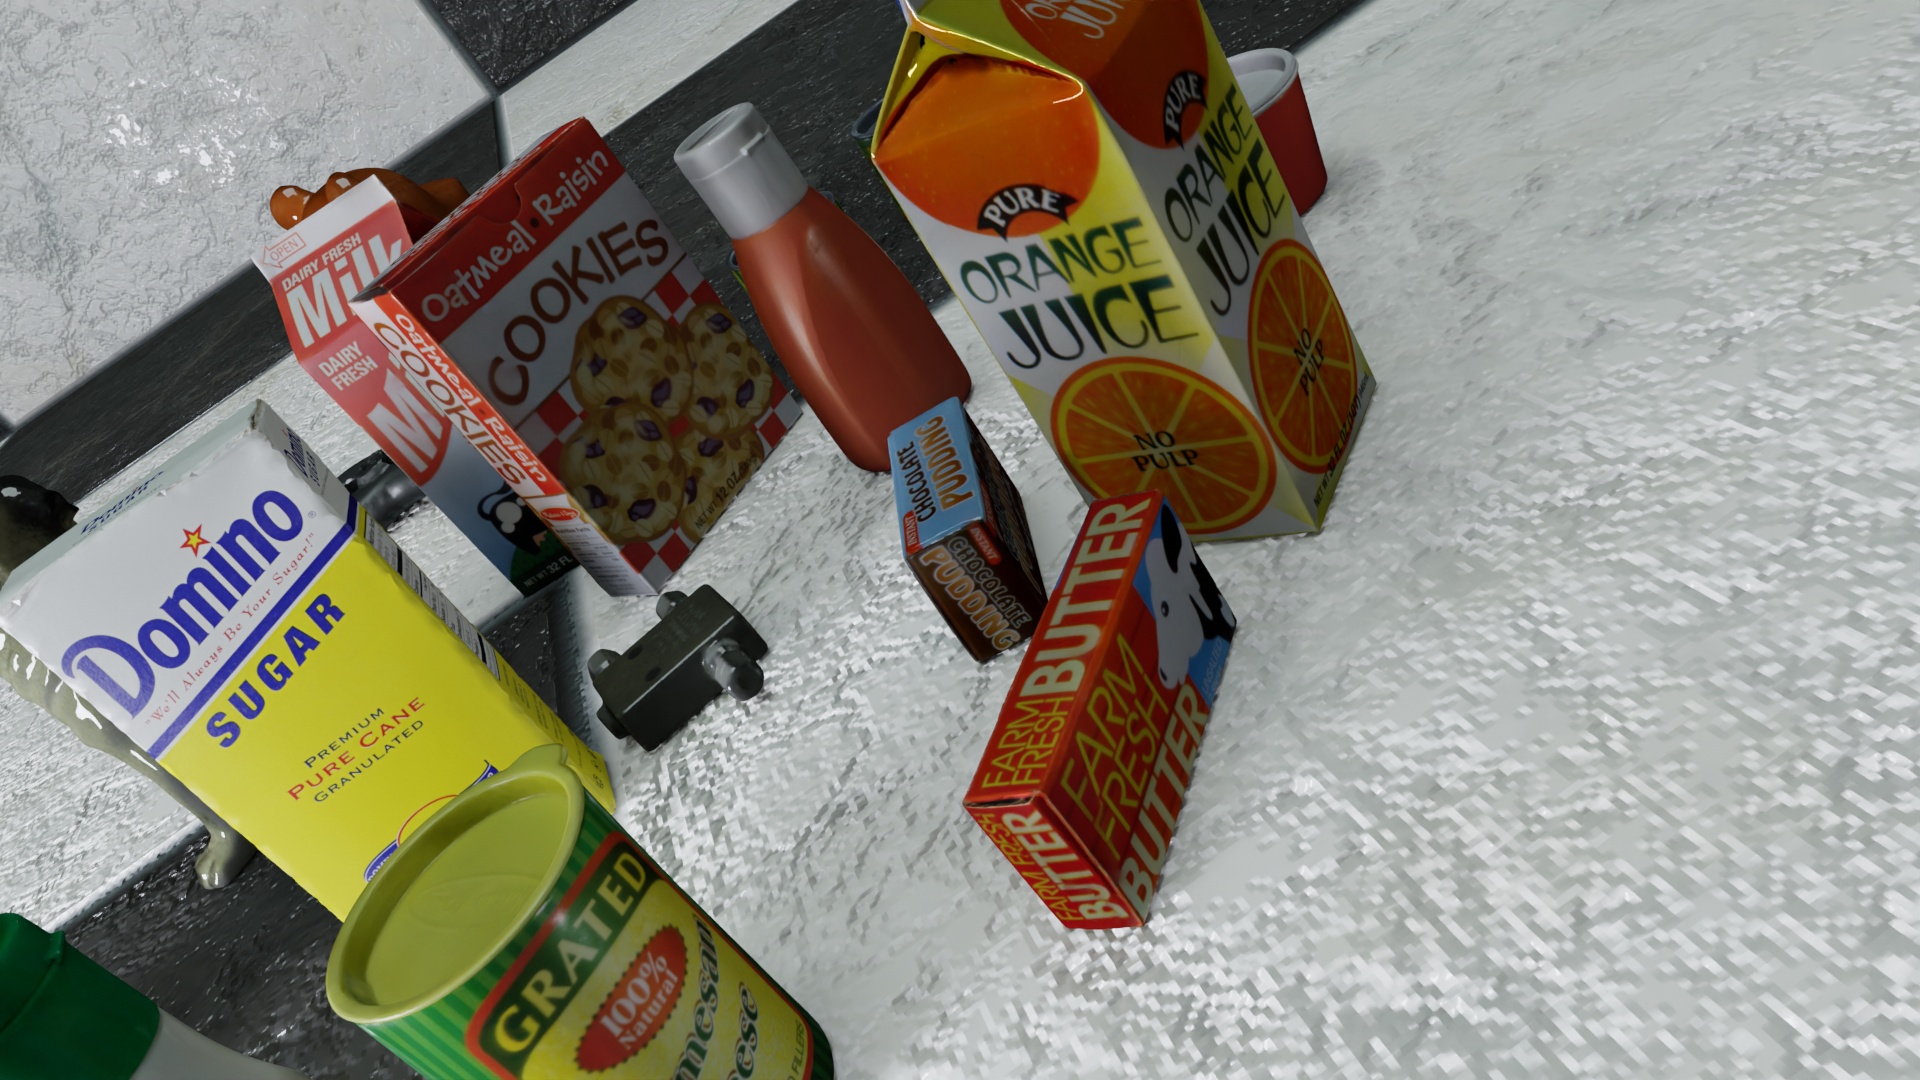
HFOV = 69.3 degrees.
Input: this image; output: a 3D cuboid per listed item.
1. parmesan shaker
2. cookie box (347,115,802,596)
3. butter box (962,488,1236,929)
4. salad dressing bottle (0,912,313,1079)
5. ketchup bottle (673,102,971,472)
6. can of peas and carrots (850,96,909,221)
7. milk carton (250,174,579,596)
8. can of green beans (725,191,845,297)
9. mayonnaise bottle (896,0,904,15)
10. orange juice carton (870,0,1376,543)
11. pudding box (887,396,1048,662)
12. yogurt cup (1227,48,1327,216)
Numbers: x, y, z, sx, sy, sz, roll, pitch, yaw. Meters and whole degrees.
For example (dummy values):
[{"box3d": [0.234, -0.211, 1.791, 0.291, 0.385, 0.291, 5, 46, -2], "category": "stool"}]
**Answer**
[{"box3d": [-0.082, 0.107, 0.324, 0.071, 0.102, 0.072, -25, 31, 16], "category": "parmesan shaker"}, {"box3d": [-0.156, -0.077, 0.599, 0.040, 0.167, 0.123, -4, 42, 42], "category": "cookie box"}, {"box3d": [0.039, 0.040, 0.350, 0.024, 0.053, 0.104, -10, 38, 36], "category": "butter box"}, {"box3d": [-0.170, 0.141, 0.317, 0.044, 0.147, 0.064, -42, 30, -12], "category": "salad dressing bottle"}, {"box3d": [-0.055, -0.100, 0.550, 0.043, 0.148, 0.065, 4, 48, 48], "category": "ketchup bottle"}, {"box3d": [-0.018, -0.220, 0.779, 0.071, 0.058, 0.071, -25, 31, 16], "category": "can of peas and carrots"}, {"box3d": [-0.233, -0.074, 0.648, 0.072, 0.190, 0.074, -30, 30, 8], "category": "milk carton"}, {"box3d": [-0.078, -0.138, 0.719, 0.071, 0.057, 0.071, -25, 31, 16], "category": "can of green beans"}, {"box3d": [0.025, -0.173, 0.578, 0.064, 0.147, 0.041, -16, 34, 29], "category": "mayonnaise bottle"}, {"box3d": [0.044, -0.091, 0.395, 0.073, 0.192, 0.072, -6, 40, 40], "category": "orange juice carton"}, {"box3d": [0.002, -0.006, 0.458, 0.030, 0.049, 0.084, -29, 30, 11], "category": "pudding box"}, {"box3d": [0.113, -0.157, 0.561, 0.072, 0.053, 0.073, -25, 31, 16], "category": "yogurt cup"}]
